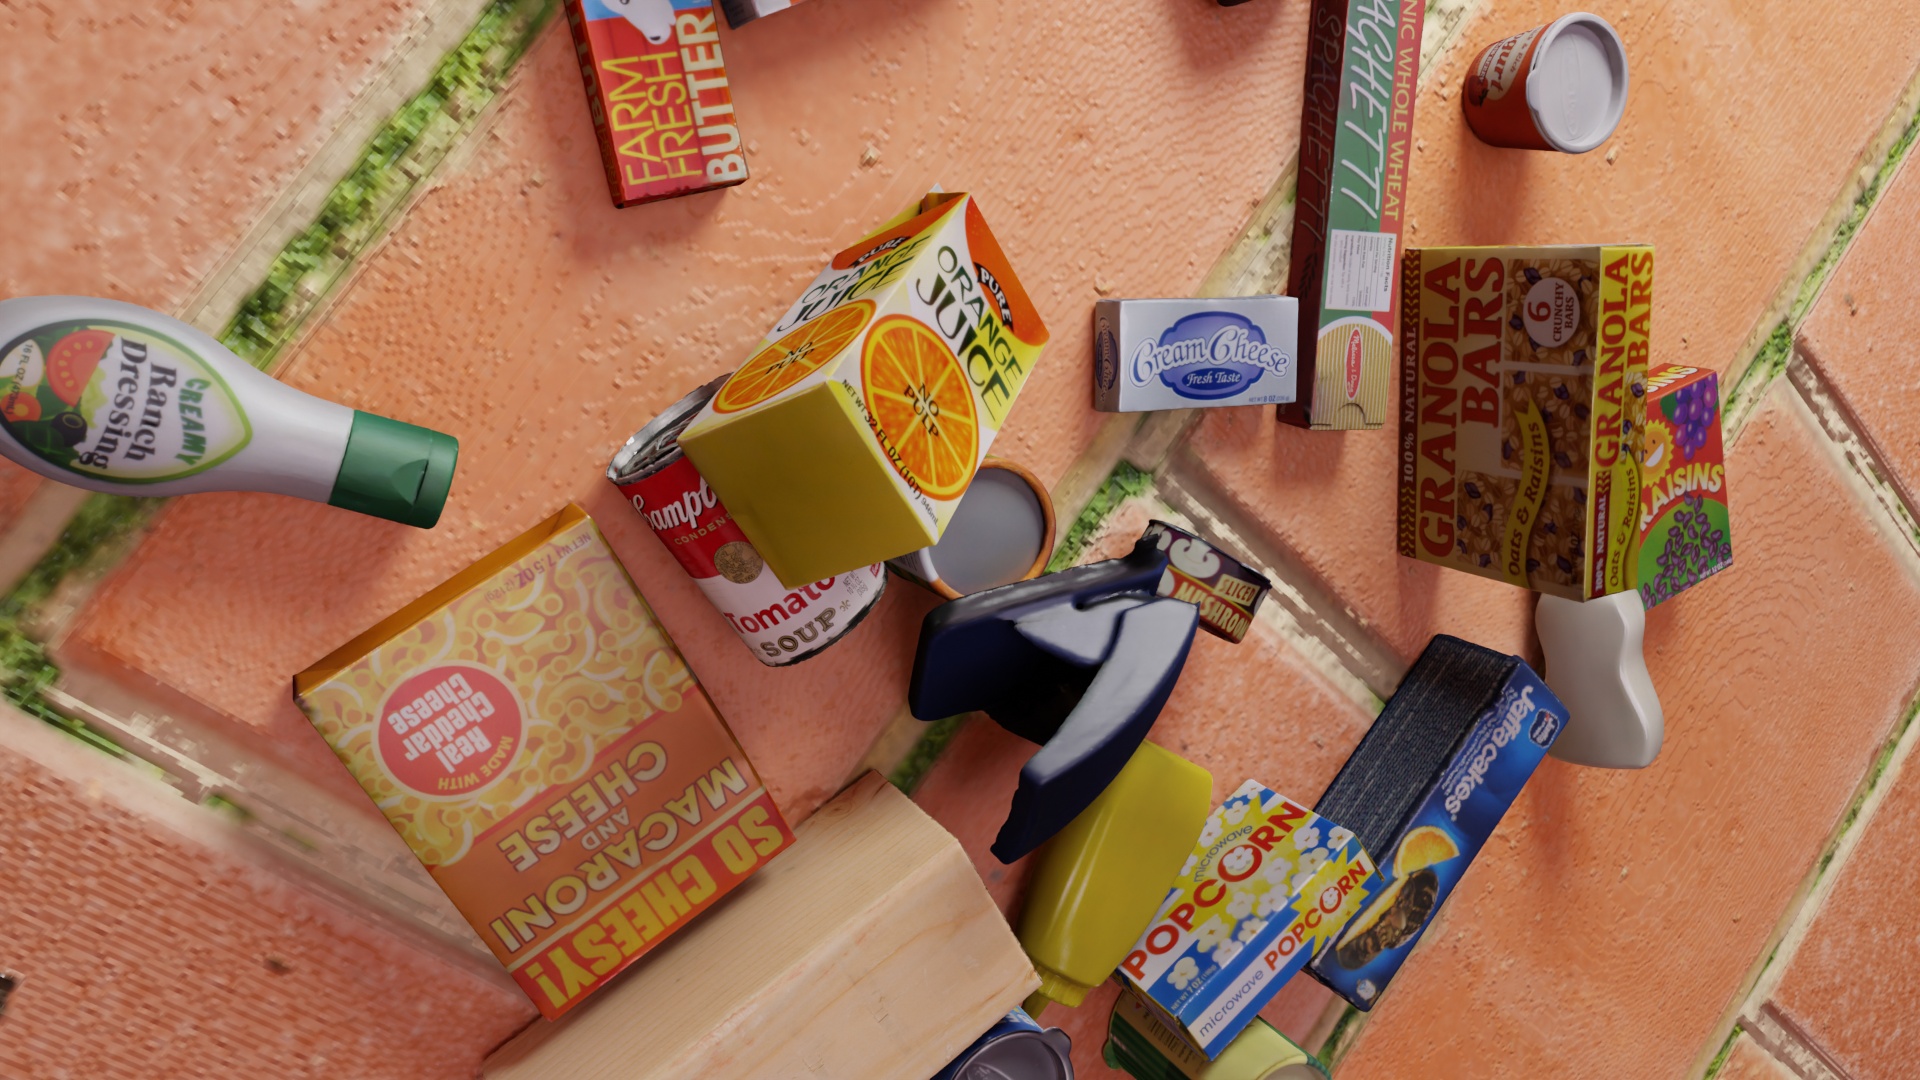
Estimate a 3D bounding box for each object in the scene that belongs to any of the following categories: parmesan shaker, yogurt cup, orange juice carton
[{"bbox_3d":[0.127,0.265,0.692,0.071,0.103,0.071,-5,102,-25],"label":"parmesan shaker"},{"bbox_3d":[0.297,-0.231,0.711,0.072,0.054,0.072,-5,102,-25],"label":"yogurt cup"},{"bbox_3d":[-0.024,-0.072,0.545,0.071,0.073,0.194,57,36,-23],"label":"orange juice carton"}]

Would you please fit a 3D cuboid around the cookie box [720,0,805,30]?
[{"bbox_3d":[-0.061,-0.301,0.532,0.123,0.040,0.167,-28,112,-19],"label":"cookie box"}]

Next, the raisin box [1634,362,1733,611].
[{"bbox_3d":[0.401,-0.031,0.808,0.086,0.040,0.123,-22,110,-20],"label":"raisin box"}]

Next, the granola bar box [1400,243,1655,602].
[{"bbox_3d":[0.278,-0.064,0.693,0.039,0.124,0.165,-8,103,-25],"label":"granola bar box"}]

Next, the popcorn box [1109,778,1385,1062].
[{"bbox_3d":[0.134,0.185,0.691,0.127,0.085,0.038,-40,113,-14],"label":"popcorn box"}]

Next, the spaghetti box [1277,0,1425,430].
[{"bbox_3d":[0.194,-0.180,0.685,0.050,0.029,0.249,-2,100,-26],"label":"spaghetti box"}]

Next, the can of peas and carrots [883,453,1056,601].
[{"bbox_3d":[0.002,-0.008,0.606,0.071,0.059,0.070,-5,103,-25],"label":"can of peas and carrots"}]

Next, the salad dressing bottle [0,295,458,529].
[{"bbox_3d":[-0.254,-0.039,0.483,0.148,0.044,0.064,16,91,-28],"label":"salad dressing bottle"}]

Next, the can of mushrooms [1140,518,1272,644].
[{"bbox_3d":[0.112,0.020,0.658,0.071,0.071,0.033,32,87,-27],"label":"can of mushrooms"}]

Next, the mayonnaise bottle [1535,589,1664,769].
[{"bbox_3d":[0.361,0.055,0.793,0.041,0.064,0.147,-21,105,-43],"label":"mayonnaise bottle"}]

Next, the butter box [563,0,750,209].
[{"bbox_3d":[-0.118,-0.184,0.533,0.053,0.024,0.103,-17,107,-23],"label":"butter box"}]

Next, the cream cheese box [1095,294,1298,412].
[{"bbox_3d":[0.113,-0.090,0.665,0.104,0.024,0.053,-6,101,-25],"label":"cream cheese box"}]

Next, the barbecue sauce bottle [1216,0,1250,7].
[{"bbox_3d":[0.122,-0.320,0.615,0.065,0.044,0.148,-29,110,-18],"label":"barbecue sauce bottle"}]

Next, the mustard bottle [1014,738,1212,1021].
[{"bbox_3d":[0.062,0.172,0.674,0.065,0.049,0.160,30,86,-25],"label":"mustard bottle"}]

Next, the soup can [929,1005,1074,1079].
[{"bbox_3d":[0.005,0.235,0.638,0.071,0.084,0.071,-5,102,-25],"label":"soup can"}]

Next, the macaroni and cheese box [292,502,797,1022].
[{"bbox_3d":[-0.160,0.088,0.555,0.124,0.040,0.166,-35,112,-16],"label":"macaroni and cheese box"}]
